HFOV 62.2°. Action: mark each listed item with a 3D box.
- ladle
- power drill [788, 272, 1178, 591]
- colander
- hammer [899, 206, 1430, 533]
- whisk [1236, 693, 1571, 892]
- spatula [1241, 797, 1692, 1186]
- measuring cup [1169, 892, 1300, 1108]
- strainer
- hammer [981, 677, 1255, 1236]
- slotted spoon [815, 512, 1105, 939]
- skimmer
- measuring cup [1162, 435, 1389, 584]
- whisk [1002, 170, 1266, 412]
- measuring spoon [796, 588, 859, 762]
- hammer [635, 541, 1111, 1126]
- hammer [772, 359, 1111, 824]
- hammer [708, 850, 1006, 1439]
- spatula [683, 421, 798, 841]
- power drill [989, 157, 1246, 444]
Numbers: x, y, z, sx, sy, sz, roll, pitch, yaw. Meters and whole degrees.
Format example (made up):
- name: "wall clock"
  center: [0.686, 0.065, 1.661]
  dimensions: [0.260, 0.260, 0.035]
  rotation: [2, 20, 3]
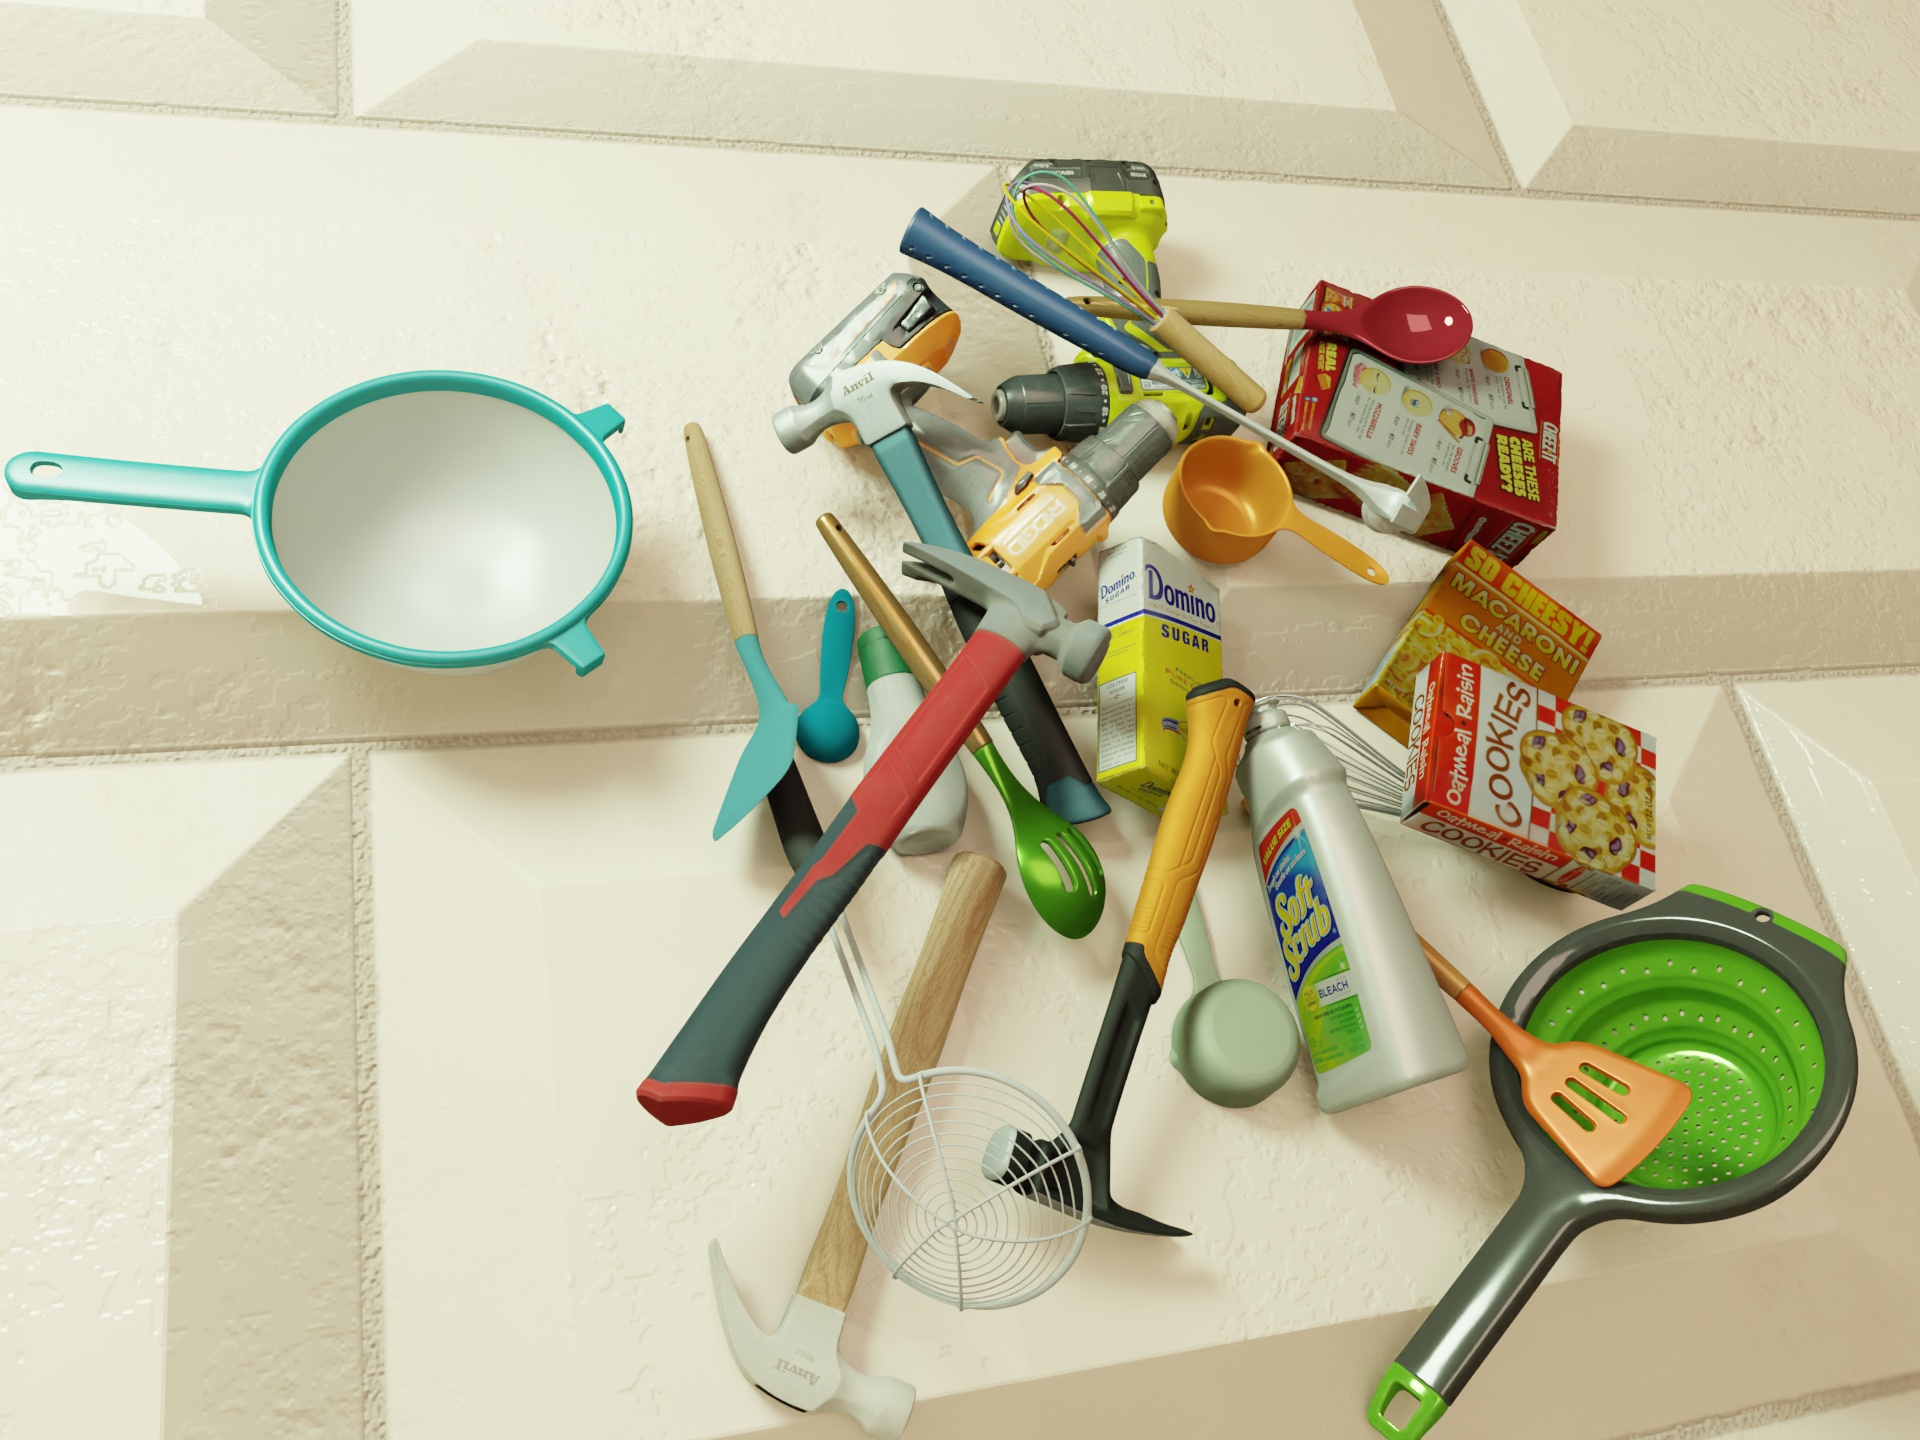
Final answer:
- name: "ladle"
  center: [0.228, -0.296, 1.171]
  dimensions: [0.315, 0.031, 0.069]
  rotation: [0, 68, -13]
- name: "power drill"
  center: [0.019, -0.201, 1.083]
  dimensions: [0.185, 0.084, 0.226]
  rotation: [-44, 81, -2]
- name: "colander"
  center: [0.386, 0.283, 0.962]
  dimensions: [0.397, 0.094, 0.205]
  rotation: [-47, 41, -13]
- name: "hammer"
  center: [0.141, -0.236, 1.086]
  dimensions: [0.405, 0.144, 0.035]
  rotation: [30, 98, 0]
- name: "whisk"
  center: [0.312, 0.055, 1.082]
  dimensions: [0.284, 0.070, 0.070]
  rotation: [24, 59, -8]
- name: "spatula"
  center: [0.298, 0.150, 0.997]
  dimensions: [0.081, 0.041, 0.323]
  rotation: [-42, 66, -8]
- name: "measuring cup"
  center: [0.160, 0.155, 0.992]
  dimensions: [0.083, 0.038, 0.168]
  rotation: [-8, 68, -20]
- name: "strainer"
  center: [-0.369, -0.106, 0.945]
  dimensions: [0.340, 0.095, 0.211]
  rotation: [4, 60, -12]
- name: "hammer"
  center: [0.122, 0.130, 0.945]
  dimensions: [0.127, 0.034, 0.337]
  rotation: [27, 69, -18]
- name: "slotted spoon"
  center: [-0.002, -0.003, 0.993]
  dimensions: [0.070, 0.031, 0.314]
  rotation: [-23, 75, -48]
- name: "skimmer"
  center: [-0.042, 0.151, 0.896]
  dimensions: [0.090, 0.127, 0.364]
  rotation: [35, 21, -45]
- name: "measuring cup"
  center: [0.227, -0.135, 1.157]
  dimensions: [0.173, 0.052, 0.095]
  rotation: [31, 59, -1]
- name: "whisk"
  center: [0.125, -0.299, 1.117]
  dimensions: [0.244, 0.047, 0.051]
  rotation: [35, 91, -20]
- name: "measuring spoon"
  center: [-0.081, -0.034, 1.030]
  dimensions: [0.042, 0.021, 0.129]
  rotation: [10, 62, -11]
- name: "hammer"
  center: [-0.066, 0.052, 0.889]
  dimensions: [0.143, 0.038, 0.386]
  rotation: [27, 58, 15]
- name: "hammer"
  center: [0.005, -0.080, 1.024]
  dimensions: [0.128, 0.033, 0.331]
  rotation: [-27, 88, 15]
- name: "hammer"
  center: [-0.042, 0.219, 0.905]
  dimensions: [0.130, 0.031, 0.331]
  rotation: [24, 59, -4]
- name: "spatula"
  center: [-0.149, -0.074, 1.006]
  dimensions: [0.044, 0.082, 0.318]
  rotation: [12, 48, -41]
- name: "power drill"
  center: [0.098, -0.306, 1.195]
  dimensions: [0.190, 0.080, 0.229]
  rotation: [-5, 68, -19]
